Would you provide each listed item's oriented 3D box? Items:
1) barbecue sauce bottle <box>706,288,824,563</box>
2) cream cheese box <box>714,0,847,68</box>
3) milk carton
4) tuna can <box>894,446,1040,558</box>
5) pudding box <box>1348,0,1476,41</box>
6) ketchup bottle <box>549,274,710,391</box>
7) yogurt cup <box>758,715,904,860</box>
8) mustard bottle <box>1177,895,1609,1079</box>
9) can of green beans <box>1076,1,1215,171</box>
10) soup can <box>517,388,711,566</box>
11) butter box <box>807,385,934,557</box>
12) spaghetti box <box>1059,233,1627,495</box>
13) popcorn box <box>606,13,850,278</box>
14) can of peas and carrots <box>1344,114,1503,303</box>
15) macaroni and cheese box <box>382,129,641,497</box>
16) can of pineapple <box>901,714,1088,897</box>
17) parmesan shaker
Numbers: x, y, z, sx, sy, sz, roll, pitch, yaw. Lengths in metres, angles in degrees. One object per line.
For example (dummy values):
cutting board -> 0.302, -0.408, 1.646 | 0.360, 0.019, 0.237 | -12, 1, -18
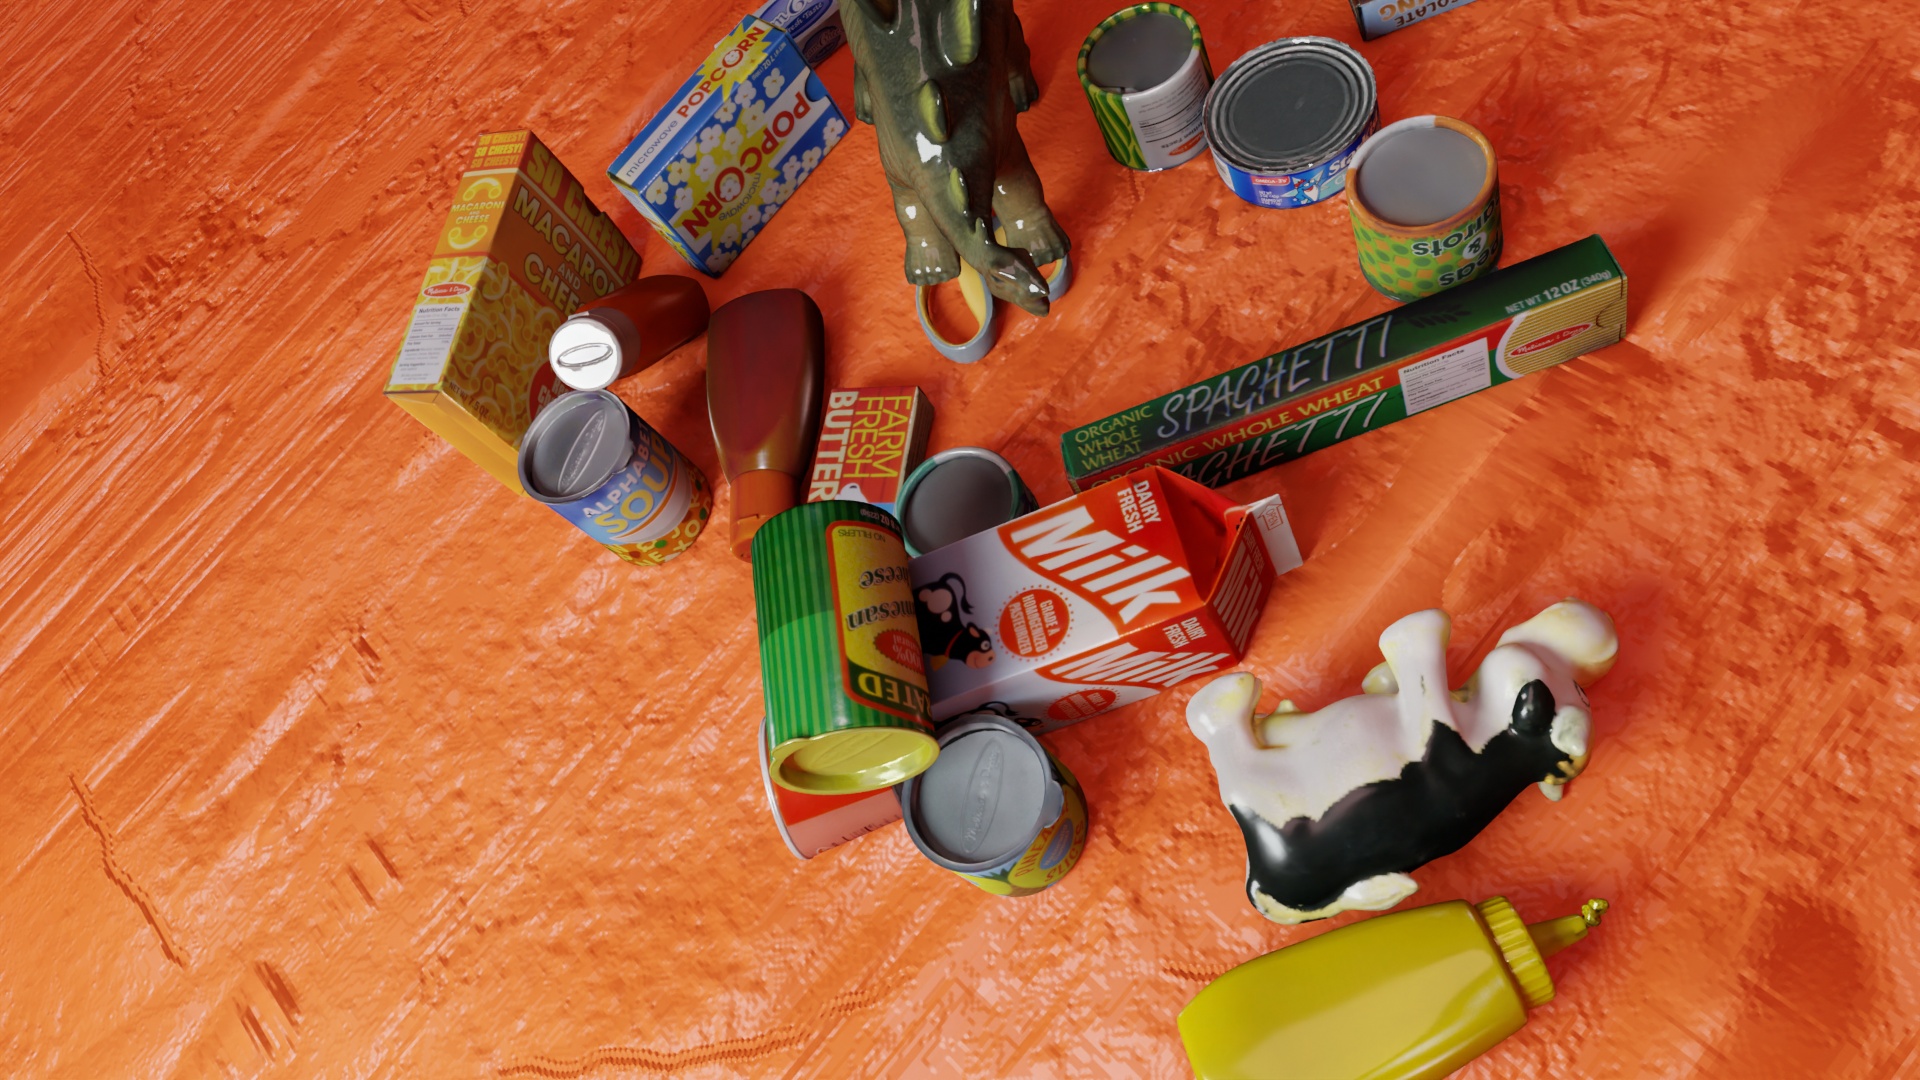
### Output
barbecue sauce bottle -> -0.103, -0.061, 0.737 | 0.065, 0.043, 0.149 | -13, 62, 17
cream cheese box -> -0.101, -0.325, 0.878 | 0.104, 0.024, 0.053 | -40, 56, 0
milk carton -> 0.054, 0.030, 0.609 | 0.190, 0.072, 0.074 | -21, 59, 12
tuna can -> 0.002, -0.008, 0.673 | 0.071, 0.032, 0.071 | -9, 62, 18
pudding box -> 0.241, -0.299, 0.719 | 0.083, 0.030, 0.050 | -16, 61, 15
ketchup bottle -> -0.179, -0.112, 0.740 | 0.065, 0.043, 0.149 | -13, 16, 6
yogurt cup -> -0.054, 0.104, 0.624 | 0.054, 0.072, 0.072 | -17, 60, 6
mustard bottle -> 0.163, 0.169, 0.509 | 0.160, 0.048, 0.065 | -25, 56, 9
can of green beans -> 0.100, -0.239, 0.731 | 0.071, 0.057, 0.071 | -9, 62, 18
soup can -> -0.177, -0.031, 0.729 | 0.071, 0.083, 0.071 | -9, 63, 19
butter box -> -0.048, -0.029, 0.709 | 0.053, 0.024, 0.104 | -1, 66, 22
spaghetti box -> 0.167, -0.068, 0.623 | 0.250, 0.050, 0.029 | -20, 58, 13
popcorn box -> -0.133, -0.227, 0.806 | 0.038, 0.085, 0.127 | 36, 83, 33
can of peas and carrots -> 0.215, -0.150, 0.639 | 0.071, 0.058, 0.071 | -10, 62, 19
macaroni and cheese box -> -0.243, -0.125, 0.779 | 0.040, 0.123, 0.167 | 1, 66, 20
can of pineapple -> 0.017, 0.115, 0.590 | 0.071, 0.057, 0.071 | -9, 63, 19
parmesan shaker -> -0.050, 0.042, 0.562 | 0.071, 0.071, 0.103 | -18, 60, 14
